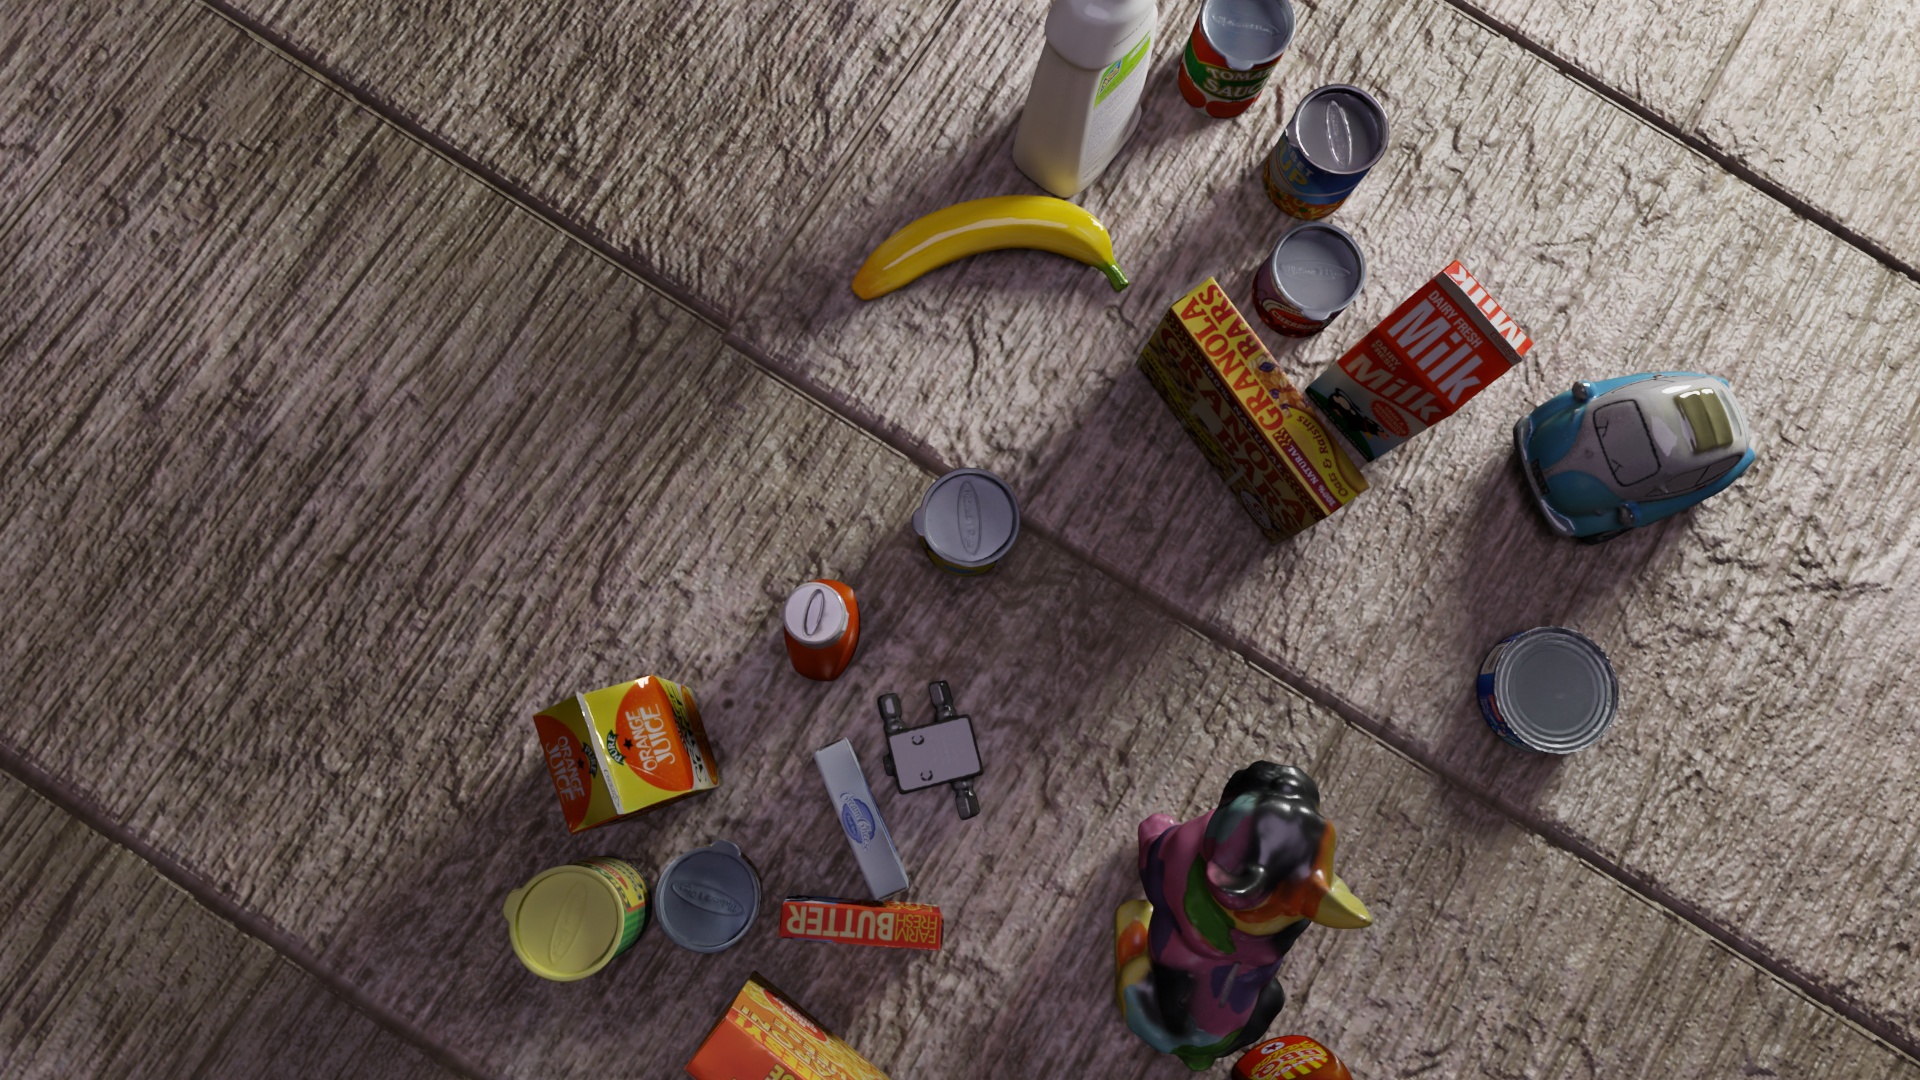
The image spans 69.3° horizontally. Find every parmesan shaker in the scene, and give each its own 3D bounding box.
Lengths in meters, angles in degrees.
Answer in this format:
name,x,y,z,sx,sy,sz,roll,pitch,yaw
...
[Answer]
name,x,y,z,sx,sy,sz,roll,pitch,yaw
parmesan shaker,-0.233,0.229,0.856,0.071,0.103,0.071,0,81,-3

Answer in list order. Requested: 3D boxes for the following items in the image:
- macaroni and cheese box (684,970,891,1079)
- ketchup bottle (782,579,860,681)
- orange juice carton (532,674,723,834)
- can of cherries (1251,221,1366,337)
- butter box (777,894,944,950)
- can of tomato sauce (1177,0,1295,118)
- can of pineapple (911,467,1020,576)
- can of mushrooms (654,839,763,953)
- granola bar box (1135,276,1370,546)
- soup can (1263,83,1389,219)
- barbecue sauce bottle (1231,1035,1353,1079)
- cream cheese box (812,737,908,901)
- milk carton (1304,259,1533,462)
name,x,y,z,sx,sy,sz,roll,pitch,yaw
macaroni and cheese box,-0.093,0.318,0.815,0.124,0.166,0.040,37,81,3
ketchup bottle,-0.087,0.053,0.870,0.043,0.148,0.065,13,81,-1
orange juice carton,-0.197,0.127,0.829,0.073,0.192,0.072,-19,82,-6
can of cherries,0.242,-0.179,0.972,0.071,0.058,0.071,0,81,-3
butter box,-0.063,0.243,0.887,0.103,0.053,0.024,5,81,-2
can of tomato sauce,0.194,-0.346,0.986,0.071,0.083,0.071,0,81,-3
can of pineapple,0.003,-0.012,0.932,0.071,0.057,0.071,0,81,-3
can of mushrooms,-0.160,0.227,0.895,0.071,0.033,0.071,0,80,-3
granola bar box,0.188,-0.080,0.919,0.039,0.124,0.165,-35,84,-7
soup can,0.252,-0.271,0.976,0.071,0.083,0.071,0,81,-3
barbecue sauce bottle,0.211,0.337,0.837,0.065,0.148,0.043,-20,83,-6
cream cheese box,-0.064,0.179,0.898,0.024,0.053,0.104,-23,82,-6
milk carton,0.298,-0.117,0.898,0.073,0.190,0.072,-40,85,-8
